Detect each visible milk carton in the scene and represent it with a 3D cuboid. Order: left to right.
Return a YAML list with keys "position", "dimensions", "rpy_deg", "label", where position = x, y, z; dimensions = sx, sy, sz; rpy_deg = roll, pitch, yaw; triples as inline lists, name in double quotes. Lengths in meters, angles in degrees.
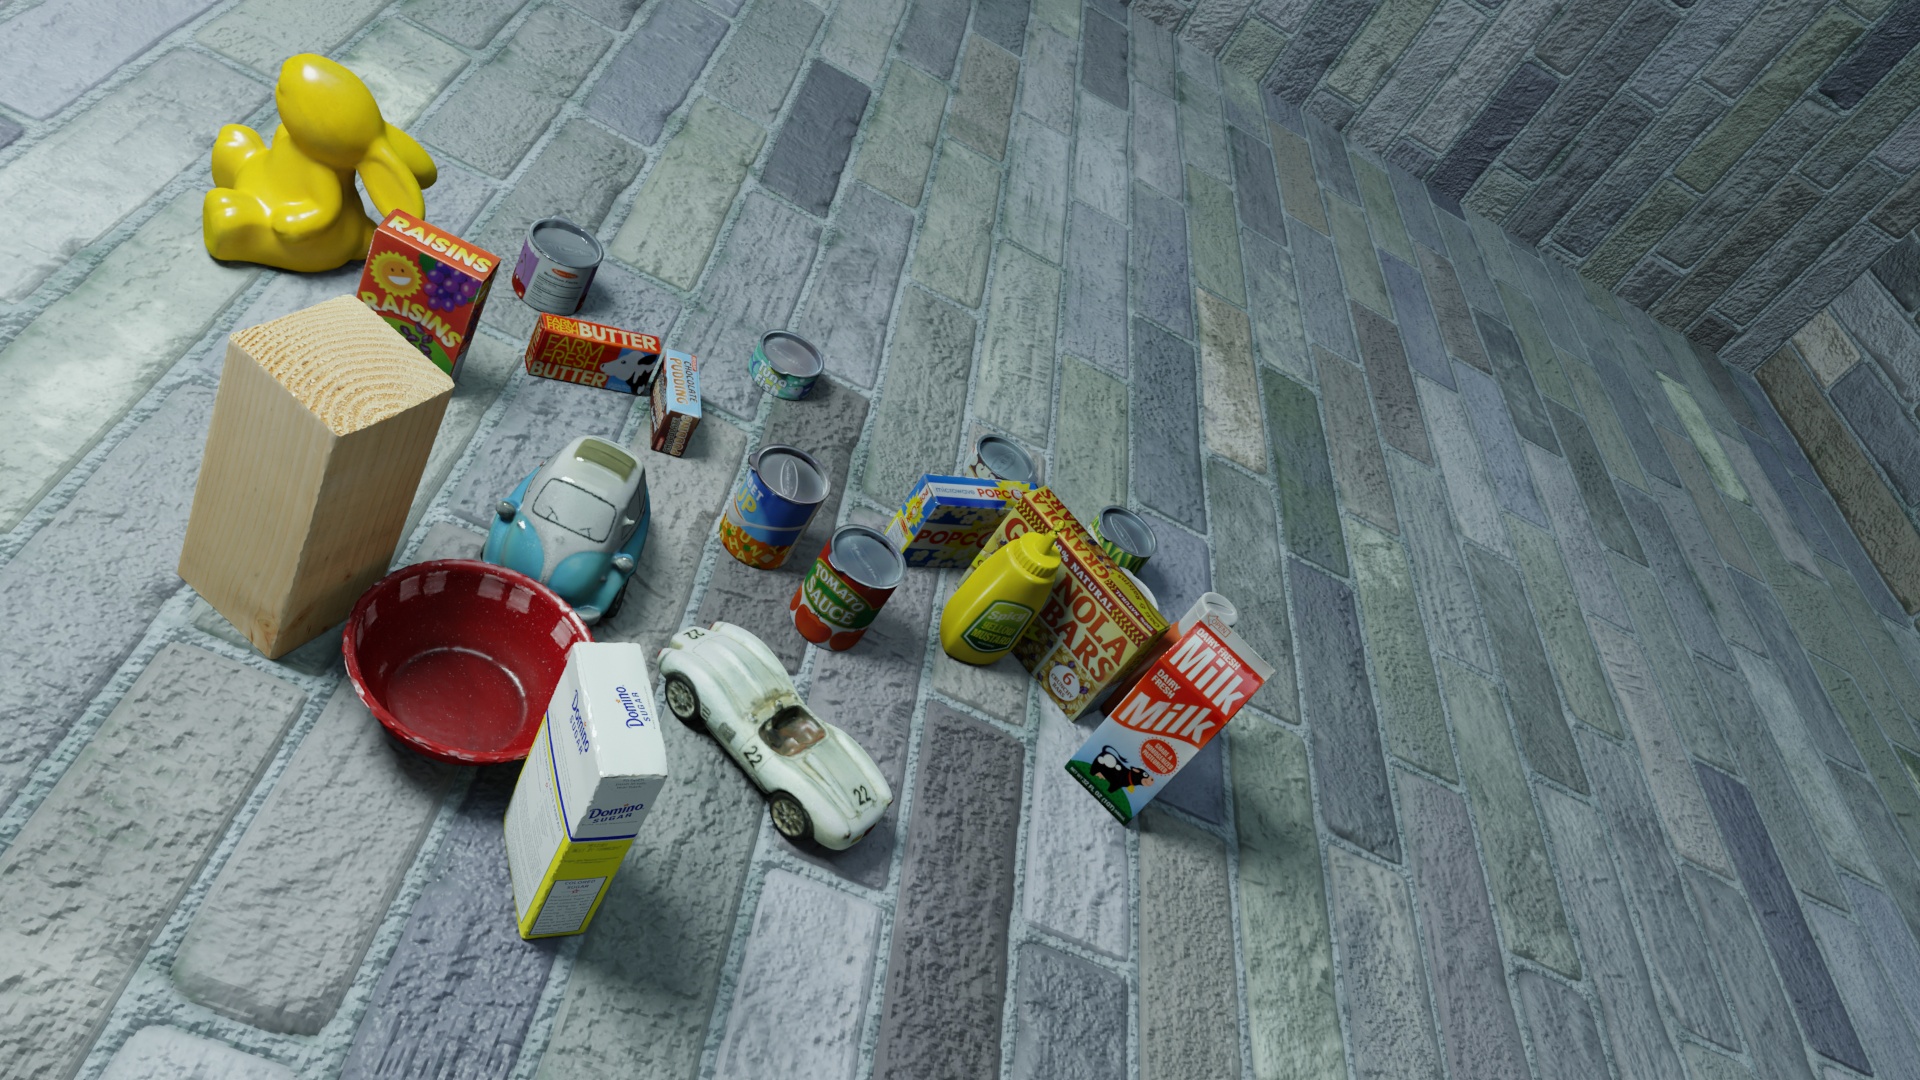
- position: [0.172, 0.138, 1.119]
  dimensions: [0.072, 0.189, 0.074]
  rpy_deg: [44, 37, 12]
  label: "milk carton"

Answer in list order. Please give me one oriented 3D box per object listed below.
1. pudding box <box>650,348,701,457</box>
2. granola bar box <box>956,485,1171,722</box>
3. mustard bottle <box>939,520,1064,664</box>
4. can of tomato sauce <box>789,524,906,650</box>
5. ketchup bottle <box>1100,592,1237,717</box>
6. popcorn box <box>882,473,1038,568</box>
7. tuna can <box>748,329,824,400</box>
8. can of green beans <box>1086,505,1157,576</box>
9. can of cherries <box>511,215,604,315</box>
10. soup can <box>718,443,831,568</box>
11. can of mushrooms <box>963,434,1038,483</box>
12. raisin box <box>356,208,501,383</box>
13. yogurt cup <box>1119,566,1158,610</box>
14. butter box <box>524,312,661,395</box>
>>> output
- position: [-0.245, -0.119, 1.193]
  dimensions: [0.030, 0.049, 0.084]
  rpy_deg: [14, 41, -26]
  label: "pudding box"
- position: [0.085, 0.055, 1.198]
  dimensions: [0.039, 0.123, 0.166]
  rpy_deg: [-19, 62, -48]
  label: "granola bar box"
- position: [0.041, 0.039, 1.151]
  dimensions: [0.065, 0.159, 0.049]
  rpy_deg: [15, 41, -25]
  label: "mustard bottle"
- position: [-0.092, 0.039, 1.111]
  dimensions: [0.071, 0.082, 0.071]
  rpy_deg: [21, 39, -18]
  label: "can of tomato sauce"
- position: [0.182, 0.105, 1.198]
  dimensions: [0.065, 0.148, 0.044]
  rpy_deg: [17, 40, -23]
  label: "ketchup bottle"
- position: [0.004, -0.016, 1.245]
  dimensions: [0.127, 0.084, 0.038]
  rpy_deg: [3, 47, -36]
  label: "popcorn box"
- position: [-0.167, -0.166, 1.319]
  dimensions: [0.071, 0.032, 0.071]
  rpy_deg: [21, 39, -18]
  label: "tuna can"
- position: [0.148, 0.009, 1.353]
  dimensions: [0.071, 0.057, 0.071]
  rpy_deg: [21, 39, -18]
  label: "can of green beans"
- position: [-0.358, -0.244, 1.235]
  dimensions: [0.071, 0.058, 0.072]
  rpy_deg: [21, 39, -18]
  label: "can of cherries"
- position: [-0.155, -0.028, 1.135]
  dimensions: [0.071, 0.083, 0.072]
  rpy_deg: [21, 39, -18]
  label: "soup can"
- position: [0.040, -0.069, 1.374]
  dimensions: [0.071, 0.033, 0.071]
  rpy_deg: [21, 39, -18]
  label: "can of mushrooms"
- position: [-0.415, -0.181, 1.067]
  dimensions: [0.086, 0.122, 0.040]
  rpy_deg: [26, 37, -12]
  label: "raisin box"
- position: [0.141, 0.069, 1.285]
  dimensions: [0.072, 0.053, 0.073]
  rpy_deg: [21, 39, -18]
  label: "yogurt cup"
- position: [-0.312, -0.158, 1.180]
  dimensions: [0.103, 0.053, 0.024]
  rpy_deg: [9, 44, -31]
  label: "butter box"
